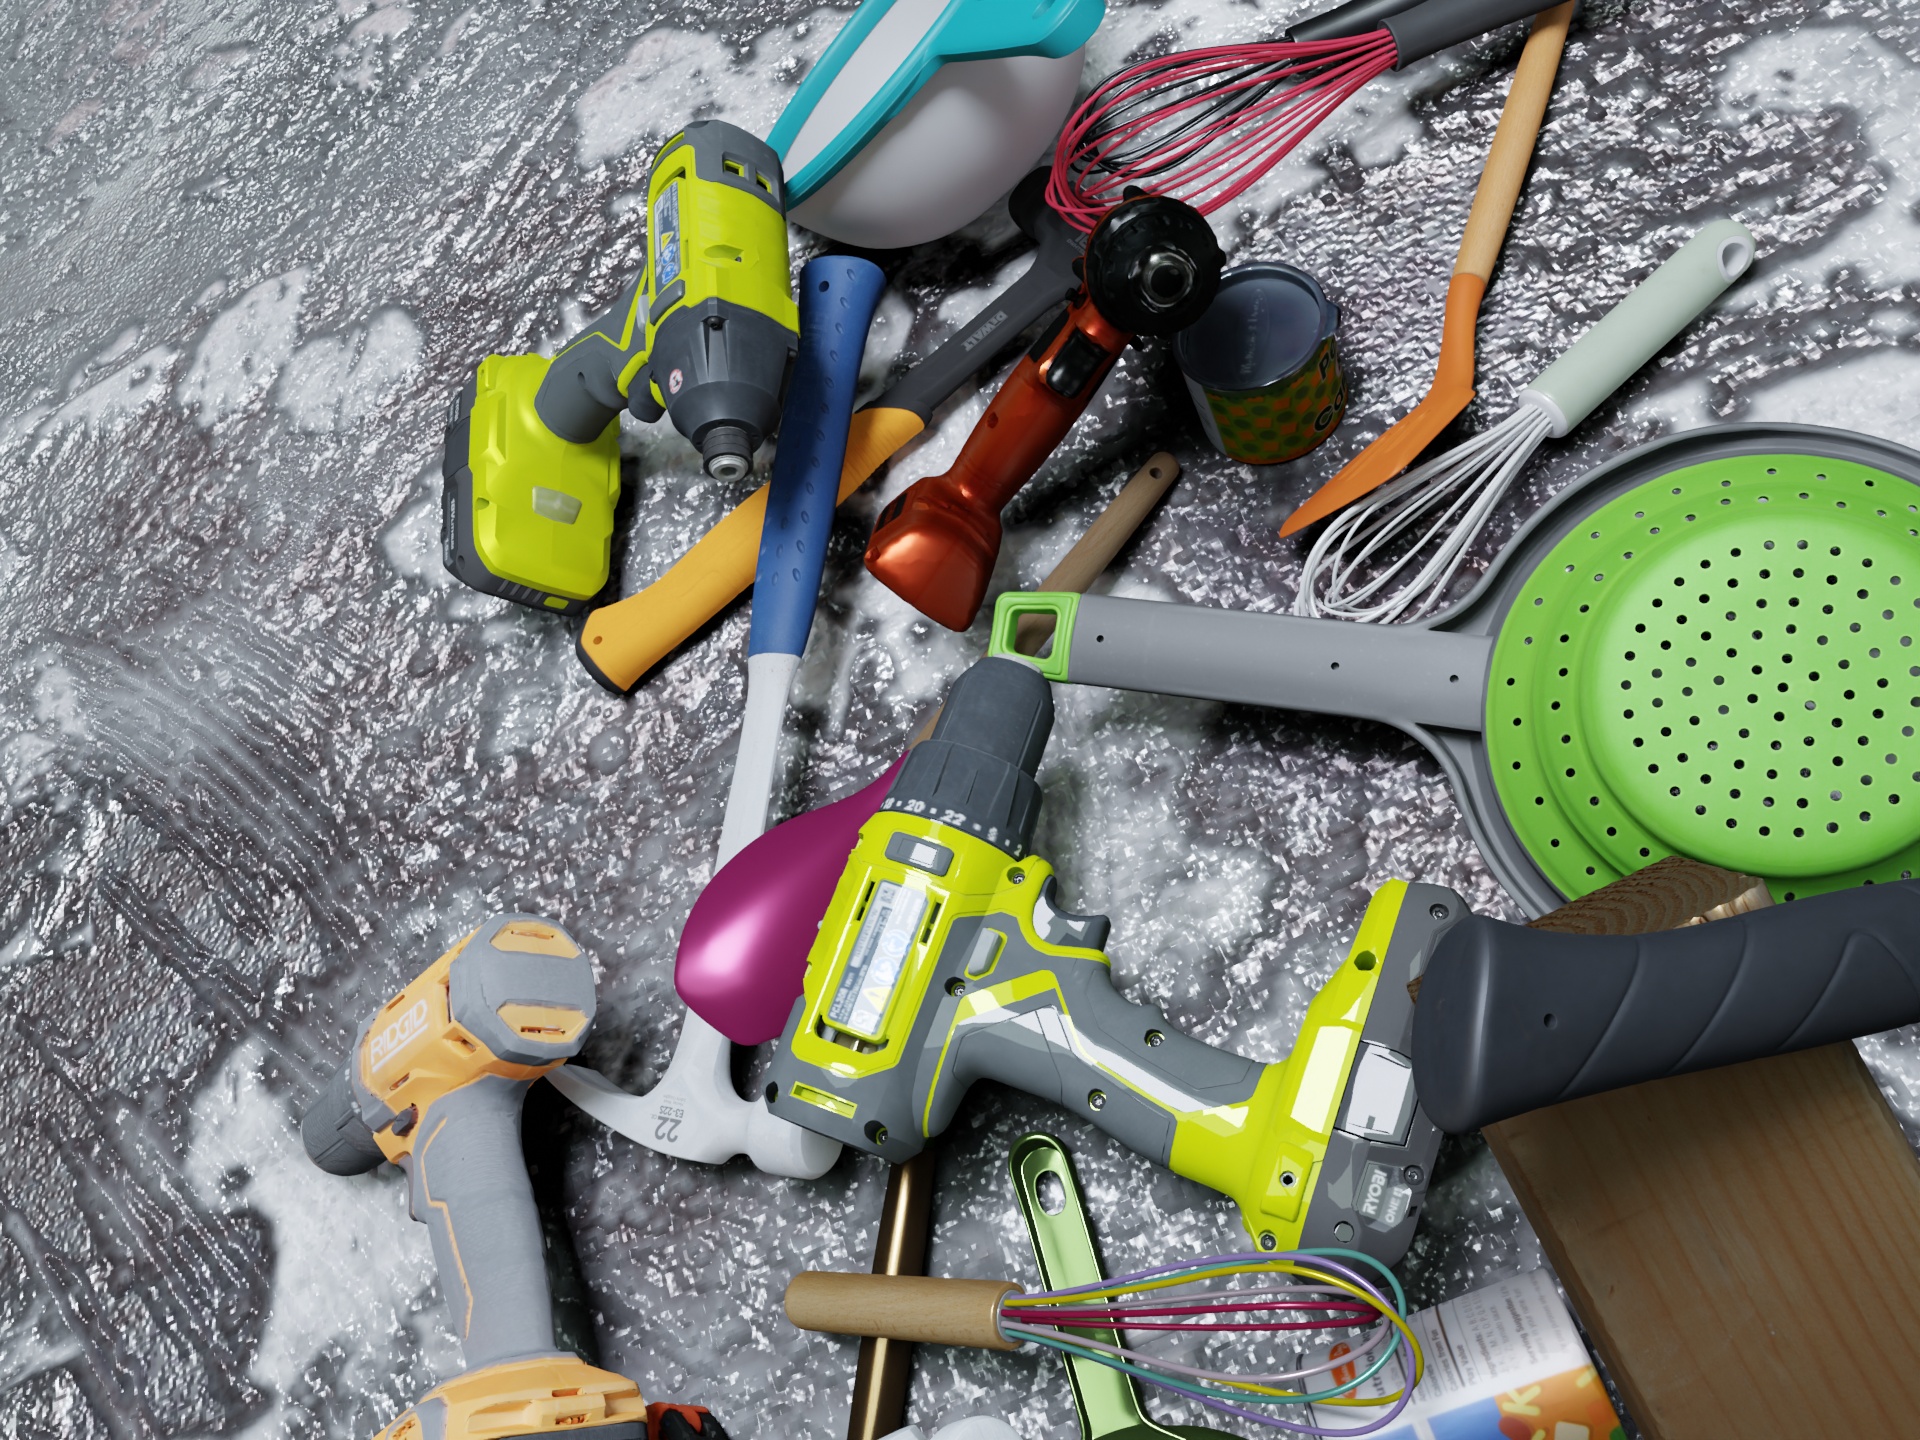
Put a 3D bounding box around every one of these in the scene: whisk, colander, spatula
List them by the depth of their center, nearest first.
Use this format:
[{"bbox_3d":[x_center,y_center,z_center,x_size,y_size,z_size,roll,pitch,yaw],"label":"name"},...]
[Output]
[{"bbox_3d":[0.033,0.191,0.516,0.245,0.047,0.051,-12,49,38],"label":"whisk"},{"bbox_3d":[0.182,-0.015,0.536,0.397,0.094,0.204,8,87,23],"label":"colander"},{"bbox_3d":[0.227,-0.117,0.637,0.246,0.057,0.059,-42,25,-5],"label":"whisk"},{"bbox_3d":[0.218,-0.212,0.685,0.081,0.041,0.323,-28,37,65],"label":"spatula"},{"bbox_3d":[0.174,-0.296,0.716,0.296,0.073,0.073,-23,58,3],"label":"whisk"},{"bbox_3d":[0.162,-0.320,0.766,0.239,0.055,0.055,-21,59,7],"label":"whisk"}]

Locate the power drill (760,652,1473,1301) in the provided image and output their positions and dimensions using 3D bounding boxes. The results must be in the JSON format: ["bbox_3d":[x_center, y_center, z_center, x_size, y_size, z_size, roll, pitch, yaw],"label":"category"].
[{"bbox_3d":[0.062,0.085,0.565,0.228,0.080,0.191,16,73,19],"label":"power drill"}]

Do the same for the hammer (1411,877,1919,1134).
[{"bbox_3d":[0.295,0.050,0.397,0.409,0.036,0.149,-7,80,-16],"label":"hammer"}]

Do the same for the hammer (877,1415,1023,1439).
[{"bbox_3d":[0.027,0.370,0.441,0.128,0.033,0.331,-40,64,47],"label":"hammer"}]

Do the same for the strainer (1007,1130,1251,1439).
[{"bbox_3d":[0.050,0.254,0.515,0.151,0.069,0.257,-23,60,12],"label":"strainer"}]

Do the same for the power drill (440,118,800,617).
[{"bbox_3d":[-0.157,-0.146,0.740,0.223,0.080,0.171,-31,55,41],"label":"power drill"}]

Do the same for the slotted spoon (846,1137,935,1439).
[{"bbox_3d":[-0.023,0.189,0.606,0.070,0.031,0.314,-2,67,24],"label":"slotted spoon"}]

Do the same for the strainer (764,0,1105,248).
[{"bbox_3d":[0.014,-0.286,0.728,0.211,0.095,0.341,-52,27,4],"label":"strainer"}]

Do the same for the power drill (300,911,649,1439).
[{"bbox_3d":[-0.205,0.213,0.628,0.185,0.084,0.226,-36,55,34],"label":"power drill"}]

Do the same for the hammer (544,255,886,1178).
[{"bbox_3d":[-0.089,-0.017,0.696,0.144,0.035,0.406,-2,71,31],"label":"hammer"}]

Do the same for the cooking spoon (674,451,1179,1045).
[{"bbox_3d":[-0.001,-0.002,0.653,0.069,0.017,0.319,37,68,6],"label":"cooking spoon"}]

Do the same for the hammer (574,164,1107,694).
[{"bbox_3d":[-0.046,-0.126,0.766,0.337,0.034,0.127,-40,56,1],"label":"hammer"}]
